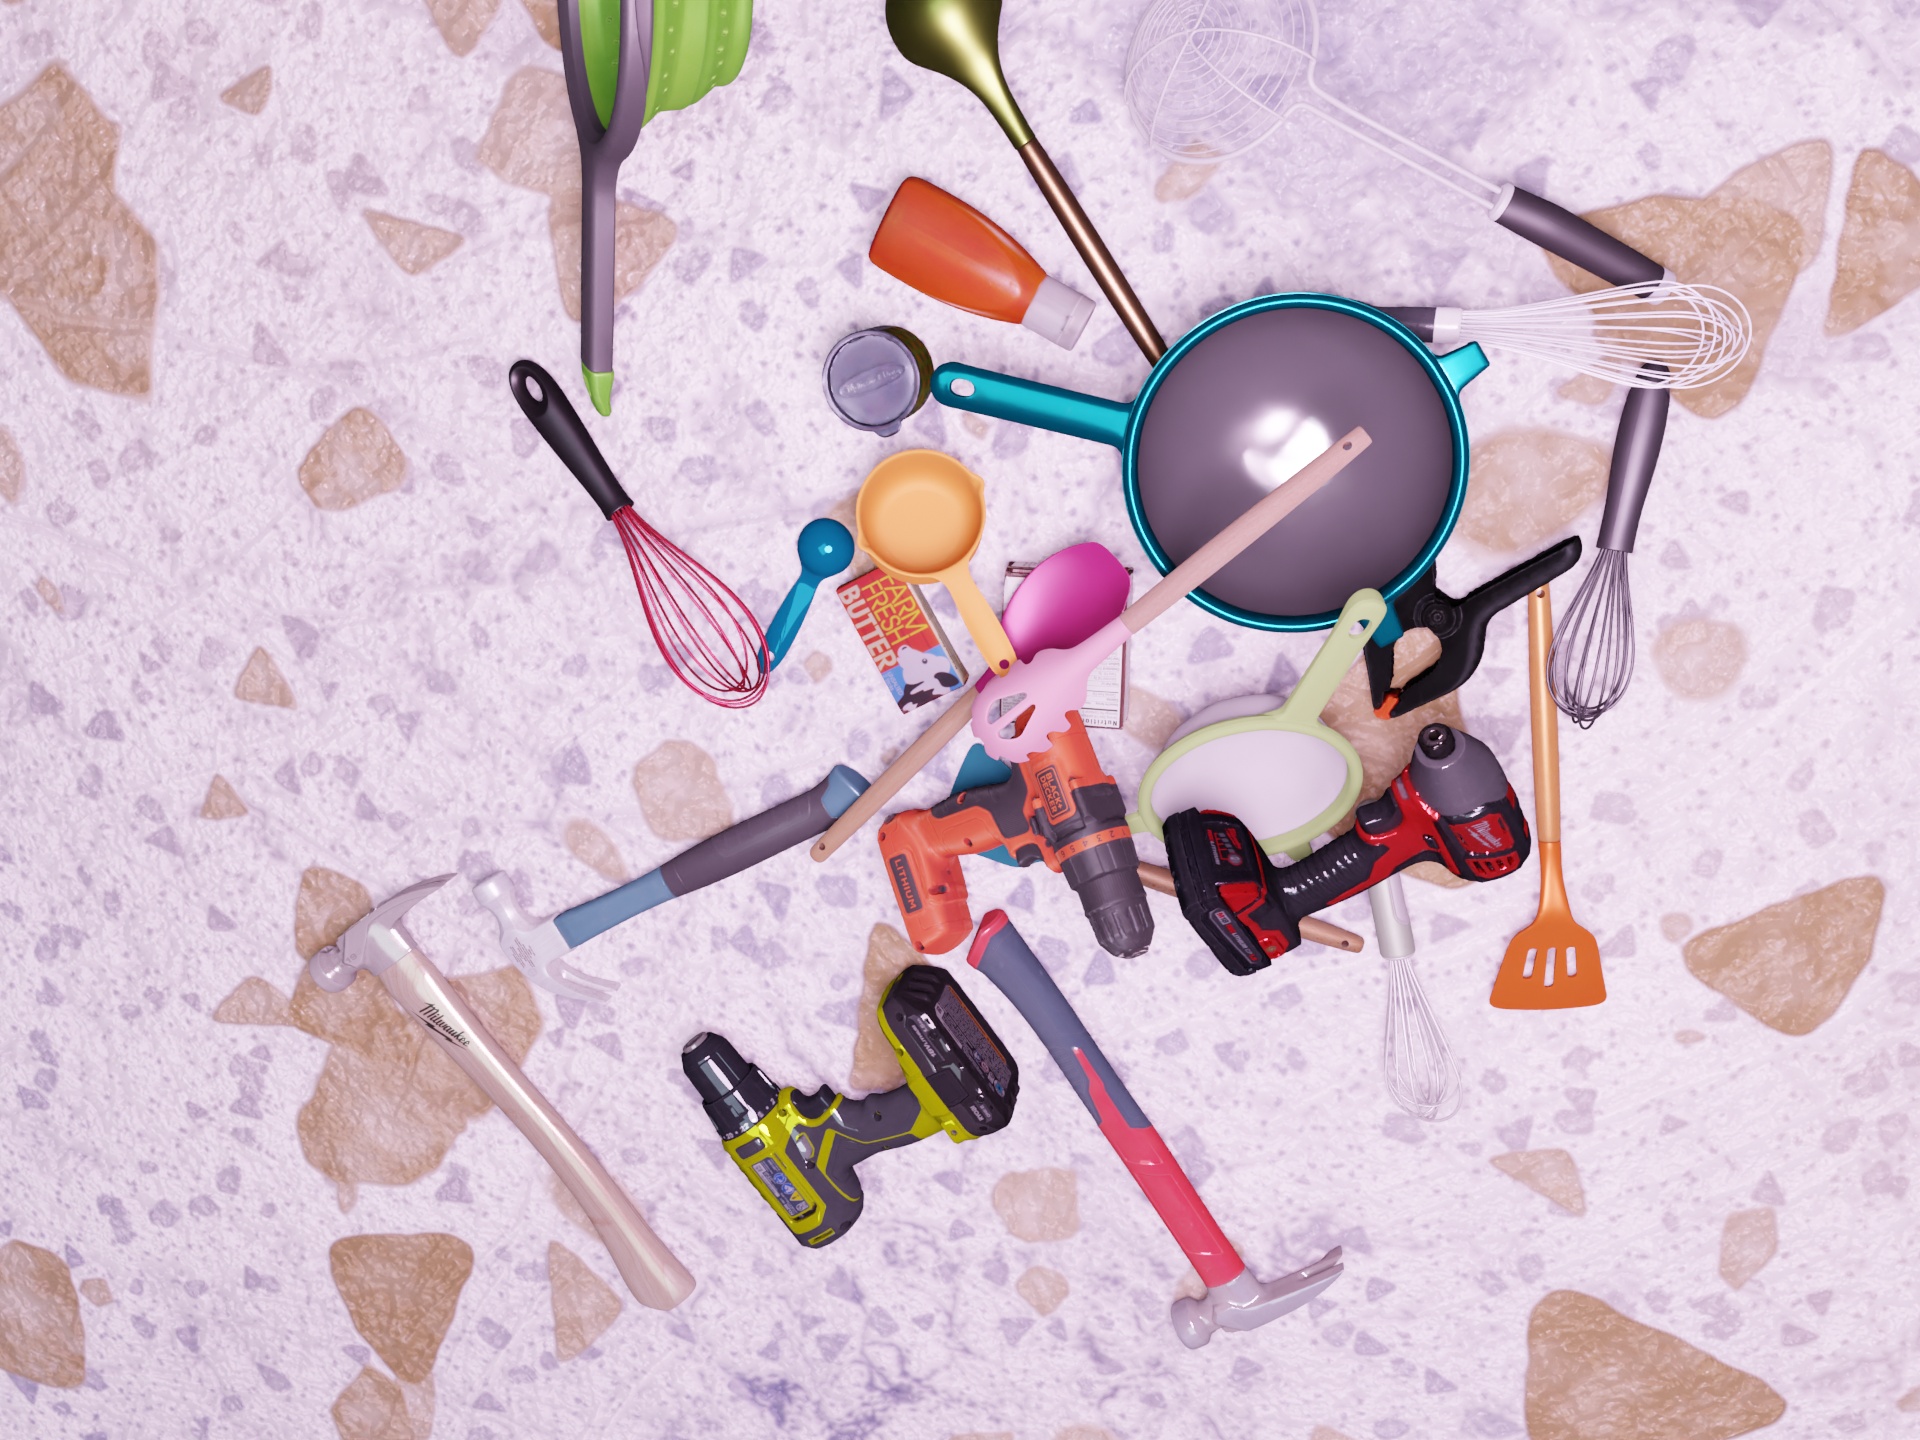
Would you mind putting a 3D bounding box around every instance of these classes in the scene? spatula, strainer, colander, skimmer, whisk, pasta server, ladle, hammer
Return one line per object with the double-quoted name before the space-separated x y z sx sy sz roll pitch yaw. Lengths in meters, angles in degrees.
"spatula" 0.402 0.056 1.096 0.081 0.041 0.322 -4 102 10
"strainer" 0.152 -0.185 1.030 0.340 0.095 0.211 15 111 8
"colander" -0.197 -0.386 1.030 0.094 0.205 0.396 -7 127 -23
"skimmer" 0.275 -0.351 0.992 0.363 0.090 0.127 24 103 -9
"whisk" 0.314 0.173 1.134 0.059 0.058 0.246 -4 104 43
"pasta server" 0.127 -0.078 1.004 0.316 0.040 0.060 -39 84 15
"spatula" 0.142 0.108 1.158 0.317 0.044 0.082 19 108 -1
"strainer" 0.208 -0.008 1.049 0.151 0.069 0.256 9 136 -14
"ladle" 0.058 -0.351 1.030 0.078 0.062 0.320 -30 106 19
"whisk" 0.423 -0.111 1.024 0.055 0.055 0.239 10 99 7
"whisk" 0.337 -0.246 0.992 0.284 0.070 0.070 8 108 17
"whisk" -0.231 -0.134 1.135 0.073 0.073 0.296 -35 91 18
"hammer" -0.211 0.116 1.216 0.331 0.033 0.128 -26 100 16
"hammer" -0.347 0.313 1.298 0.146 0.038 0.410 -35 98 16
"hammer" 0.137 0.299 1.207 0.143 0.038 0.386 -31 99 16

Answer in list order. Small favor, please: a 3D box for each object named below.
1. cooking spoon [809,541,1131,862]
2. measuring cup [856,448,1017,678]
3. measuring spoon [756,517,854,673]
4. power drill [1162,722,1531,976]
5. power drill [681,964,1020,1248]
"cooking spoon" -0.002 -0.004 1.112 0.319 0.017 0.069 -44 79 21
"measuring cup" -0.007 -0.100 1.085 0.095 0.052 0.173 -29 88 -4
"measuring spoon" -0.118 -0.086 1.144 0.042 0.021 0.128 30 108 0
"power drill" 0.253 0.079 1.044 0.219 0.079 0.143 -23 136 17
"power drill" -0.089 0.284 1.223 0.228 0.080 0.190 -33 99 20
